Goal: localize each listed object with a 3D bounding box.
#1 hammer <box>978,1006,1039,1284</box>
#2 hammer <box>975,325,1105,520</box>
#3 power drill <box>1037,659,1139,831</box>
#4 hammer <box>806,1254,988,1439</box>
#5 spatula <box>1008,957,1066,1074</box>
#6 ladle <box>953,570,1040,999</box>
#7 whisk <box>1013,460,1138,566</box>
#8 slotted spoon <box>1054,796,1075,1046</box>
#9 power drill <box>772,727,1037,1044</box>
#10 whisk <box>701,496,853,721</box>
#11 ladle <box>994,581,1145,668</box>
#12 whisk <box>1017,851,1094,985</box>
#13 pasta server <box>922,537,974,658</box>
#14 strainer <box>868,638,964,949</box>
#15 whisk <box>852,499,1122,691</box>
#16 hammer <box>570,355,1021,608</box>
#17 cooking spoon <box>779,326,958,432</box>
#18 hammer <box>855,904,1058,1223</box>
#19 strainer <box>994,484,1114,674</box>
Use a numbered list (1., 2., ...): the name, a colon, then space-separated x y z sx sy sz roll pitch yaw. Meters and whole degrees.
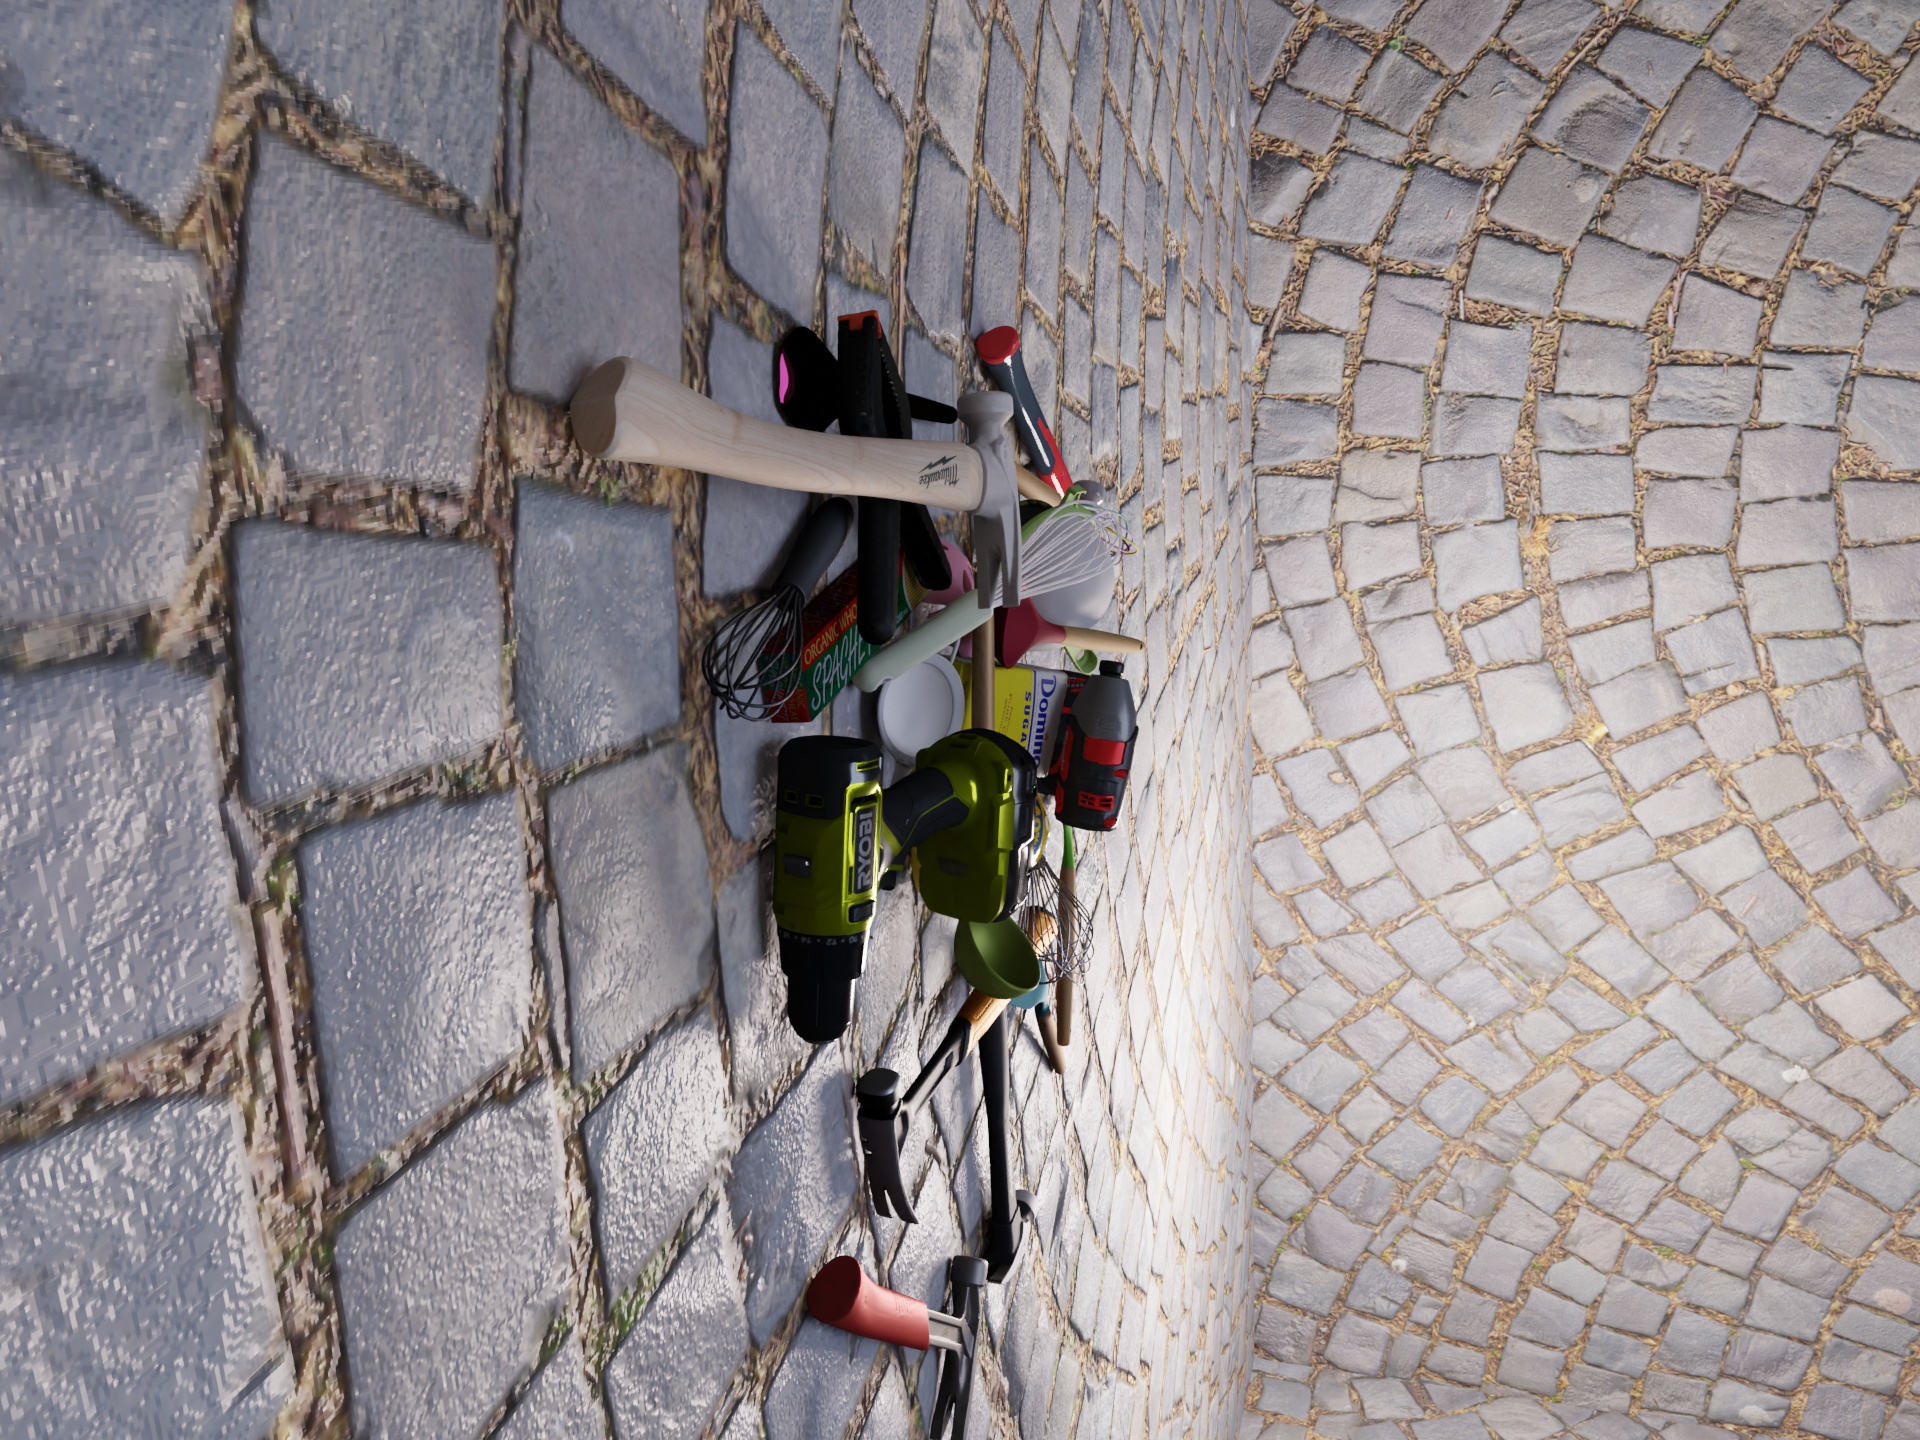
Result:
1. hammer: 0.032 0.348 1.438 0.146 0.035 0.334 -47 136 -66
2. hammer: 0.079 -0.242 1.526 0.386 0.038 0.143 51 46 -65
3. power drill: 0.105 0.013 1.409 0.220 0.078 0.143 -144 -118 -81
4. hammer: -0.043 0.468 1.211 0.358 0.037 0.149 58 37 -61
5. spatula: 0.074 0.295 1.592 0.317 0.044 0.082 73 25 -57
6. ladle: 0.027 0.049 1.187 0.078 0.062 0.320 -7 99 -62
7. whisk: 0.101 -0.199 1.498 0.051 0.047 0.244 -54 144 9
8. slotted spoon: 0.108 0.176 1.629 0.070 0.031 0.314 55 34 -61
9. power drill: -0.041 0.098 1.056 0.228 0.080 0.190 -11 106 -57
10. whisk: -0.100 -0.075 0.958 0.239 0.055 0.055 -71 156 -53
11. ladle: 0.094 -0.072 1.334 0.315 0.031 0.069 3 99 -62
12. whisk: 0.068 0.137 1.390 0.285 0.070 0.070 -103 -176 -61
13. pasta server: -0.002 -0.004 1.315 0.060 0.040 0.316 -62 153 -55
14. strainer: -0.050 0.055 1.142 0.086 0.050 0.258 29 68 -42
15. whisk: 0.021 -0.089 1.149 0.059 0.246 0.057 55 -23 5
16. hammer: -0.071 -0.140 0.923 0.410 0.038 0.146 -6 93 -60
17. cooking spoon: -0.058 -0.227 1.119 0.319 0.017 0.069 -18 109 -71
18. hammer: 0.008 0.254 1.291 0.337 0.034 0.127 -45 134 -56
19. strainer: 0.102 -0.088 1.433 0.151 0.069 0.256 -47 150 -5
